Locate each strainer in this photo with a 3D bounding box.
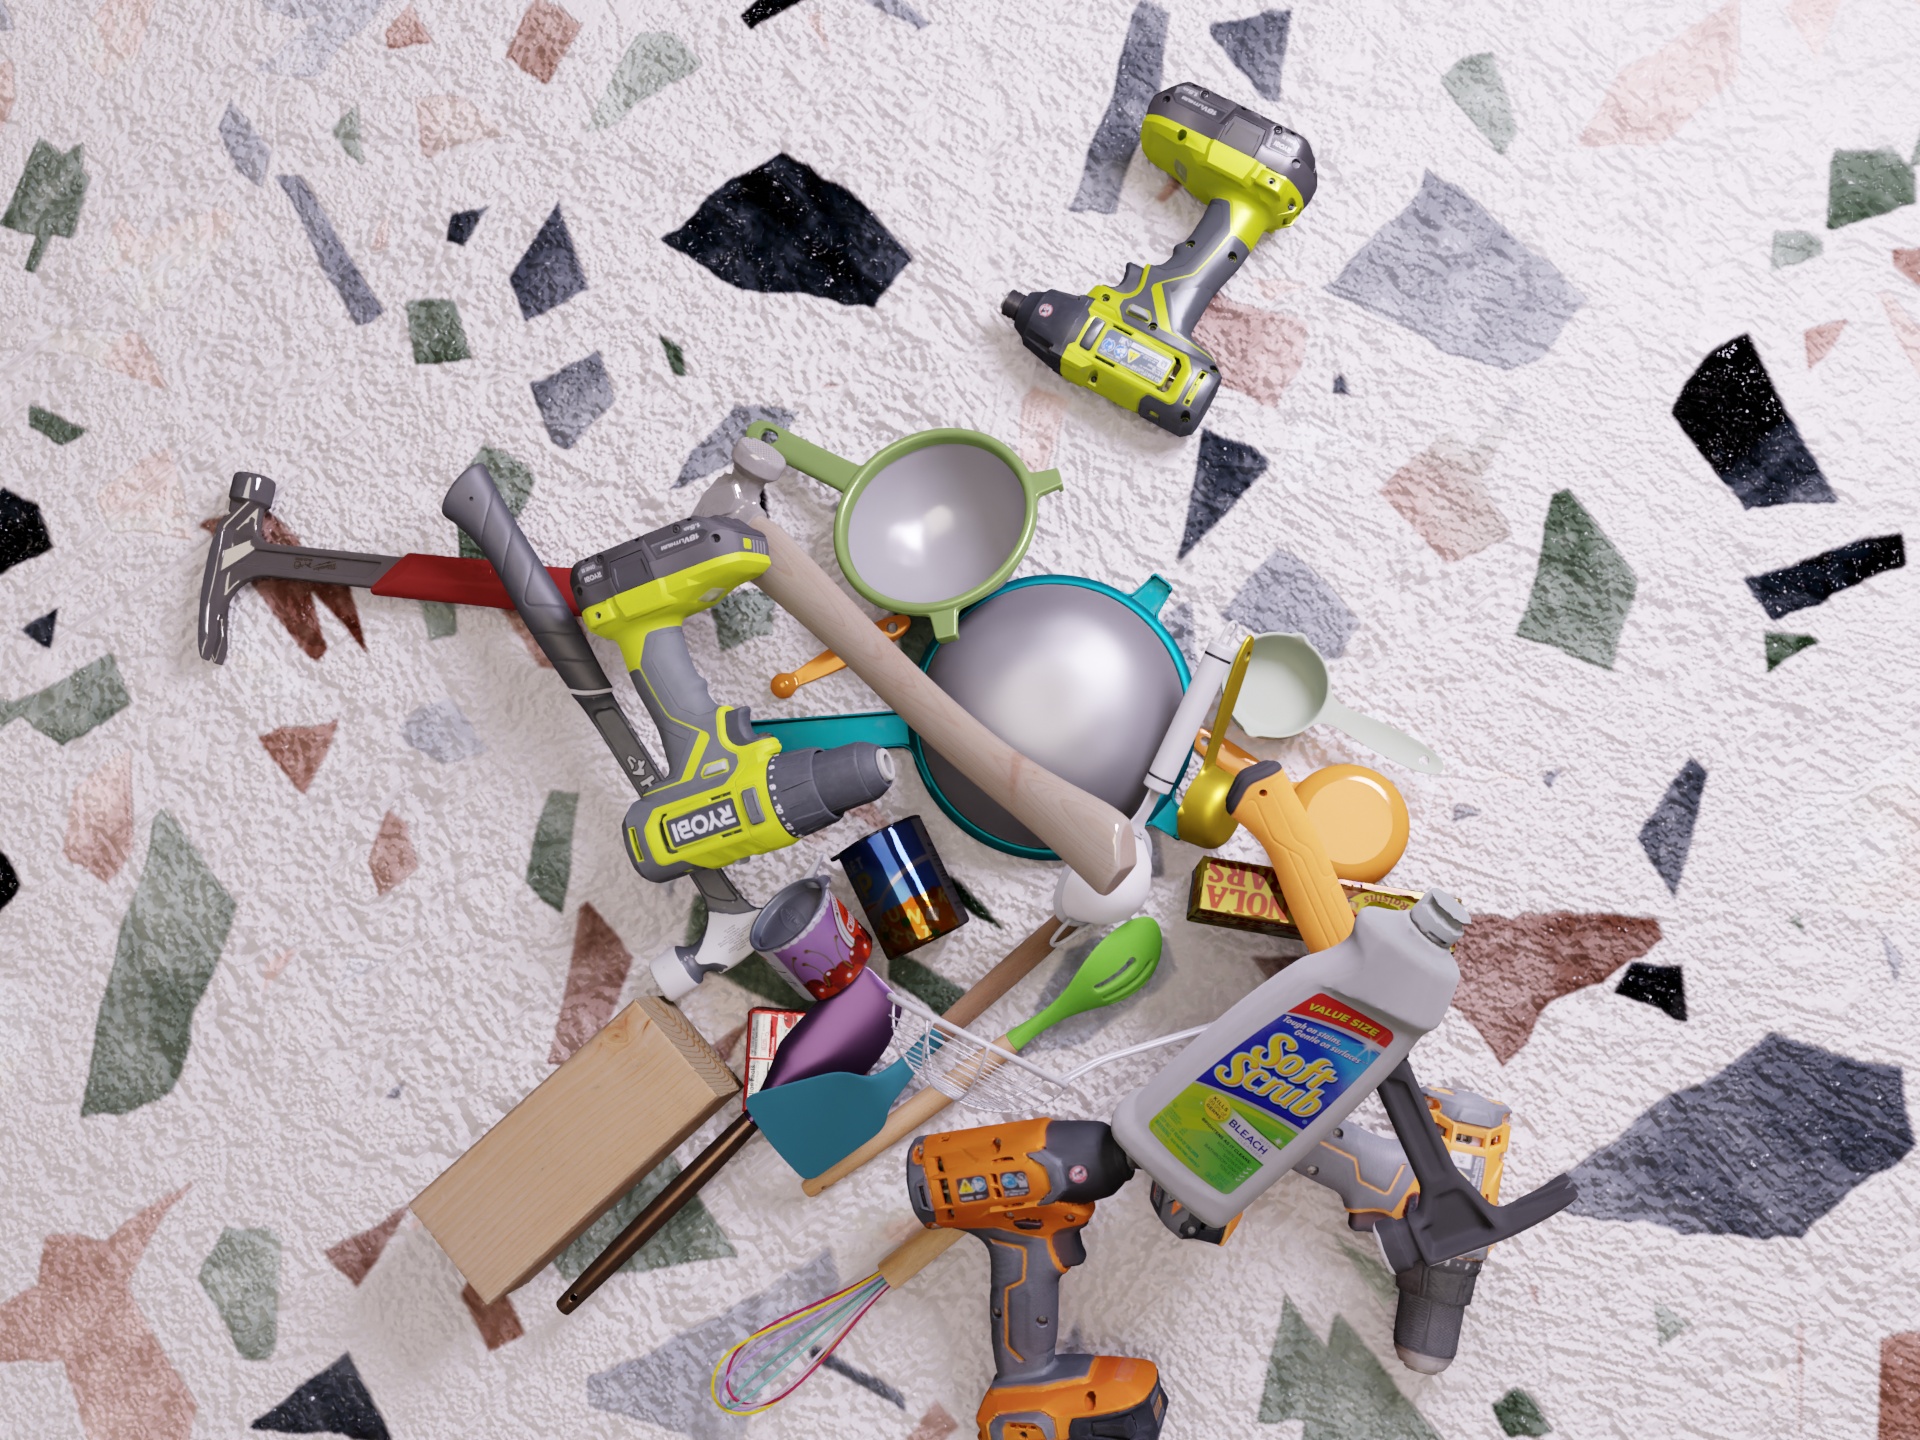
[{"bbox_3d":[-0.002,-0.004,1.126,0.340,0.095,0.211,-4,82,5],"label":"strainer"},{"bbox_3d":[-0.053,-0.155,1.179,0.256,0.069,0.151,29,78,26],"label":"strainer"},{"bbox_3d":[0.131,0.050,1.076,0.050,0.086,0.258,31,101,43],"label":"strainer"}]

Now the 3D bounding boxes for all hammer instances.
[{"bbox_3d":[0.260,0.177,0.993,0.127,0.034,0.337,-25,94,11],"label":"hammer"},{"bbox_3d":[-0.397,-0.098,1.206,0.359,0.036,0.149,7,82,6],"label":"hammer"},{"bbox_3d":[-0.253,-0.008,1.154,0.149,0.036,0.409,-32,88,-2],"label":"hammer"},{"bbox_3d":[-0.047,-0.020,1.087,0.411,0.038,0.146,42,113,21],"label":"hammer"}]

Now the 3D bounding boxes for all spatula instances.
[{"bbox_3d":[-0.162,0.298,1.106,0.316,0.018,0.060,-44,88,-2],"label":"spatula"},{"bbox_3d":[-0.001,0.197,1.111,0.317,0.044,0.082,-39,112,-15],"label":"spatula"}]

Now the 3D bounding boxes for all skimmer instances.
[{"bbox_3d":[0.132,0.183,1.055,0.363,0.127,0.090,-12,91,-18],"label":"skimmer"}]

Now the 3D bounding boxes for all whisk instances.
[{"bbox_3d":[-0.071,0.397,1.102,0.245,0.051,0.047,-37,75,-4],"label":"whisk"}]

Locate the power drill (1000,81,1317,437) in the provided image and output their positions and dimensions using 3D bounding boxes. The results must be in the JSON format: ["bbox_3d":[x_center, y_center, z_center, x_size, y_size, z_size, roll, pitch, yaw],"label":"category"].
[{"bbox_3d":[0.148,-0.344,1.176,0.171,0.080,0.223,30,88,8],"label":"power drill"}]

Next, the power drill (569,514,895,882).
[{"bbox_3d":[-0.159,-0.019,1.084,0.190,0.080,0.228,-19,87,16],"label":"power drill"}]

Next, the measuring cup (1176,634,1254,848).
[{"bbox_3d":[0.187,0.018,1.091,0.029,0.062,0.156,26,115,30],"label":"measuring cup"}]

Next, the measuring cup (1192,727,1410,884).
[{"bbox_3d":[0.235,0.051,1.120,0.174,0.052,0.095,33,86,10],"label":"measuring cup"}]

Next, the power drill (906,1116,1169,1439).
[{"bbox_3d":[0.067,0.372,1.044,0.164,0.084,0.226,-14,91,17],"label":"power drill"}]

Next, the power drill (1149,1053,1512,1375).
[{"bbox_3d":[0.246,0.326,1.069,0.226,0.084,0.185,11,85,2],"label":"power drill"}]

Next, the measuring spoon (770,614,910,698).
[{"bbox_3d":[-0.090,-0.049,1.184,0.117,0.011,0.021,-28,80,0],"label":"measuring spoon"}]

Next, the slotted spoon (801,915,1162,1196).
[{"bbox_3d":[0.017,0.242,1.116,0.314,0.070,0.031,-36,49,4],"label":"slotted spoon"}]

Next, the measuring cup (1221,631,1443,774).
[{"bbox_3d":[0.264,-0.002,1.135,0.167,0.038,0.083,28,85,6],"label":"measuring cup"}]
